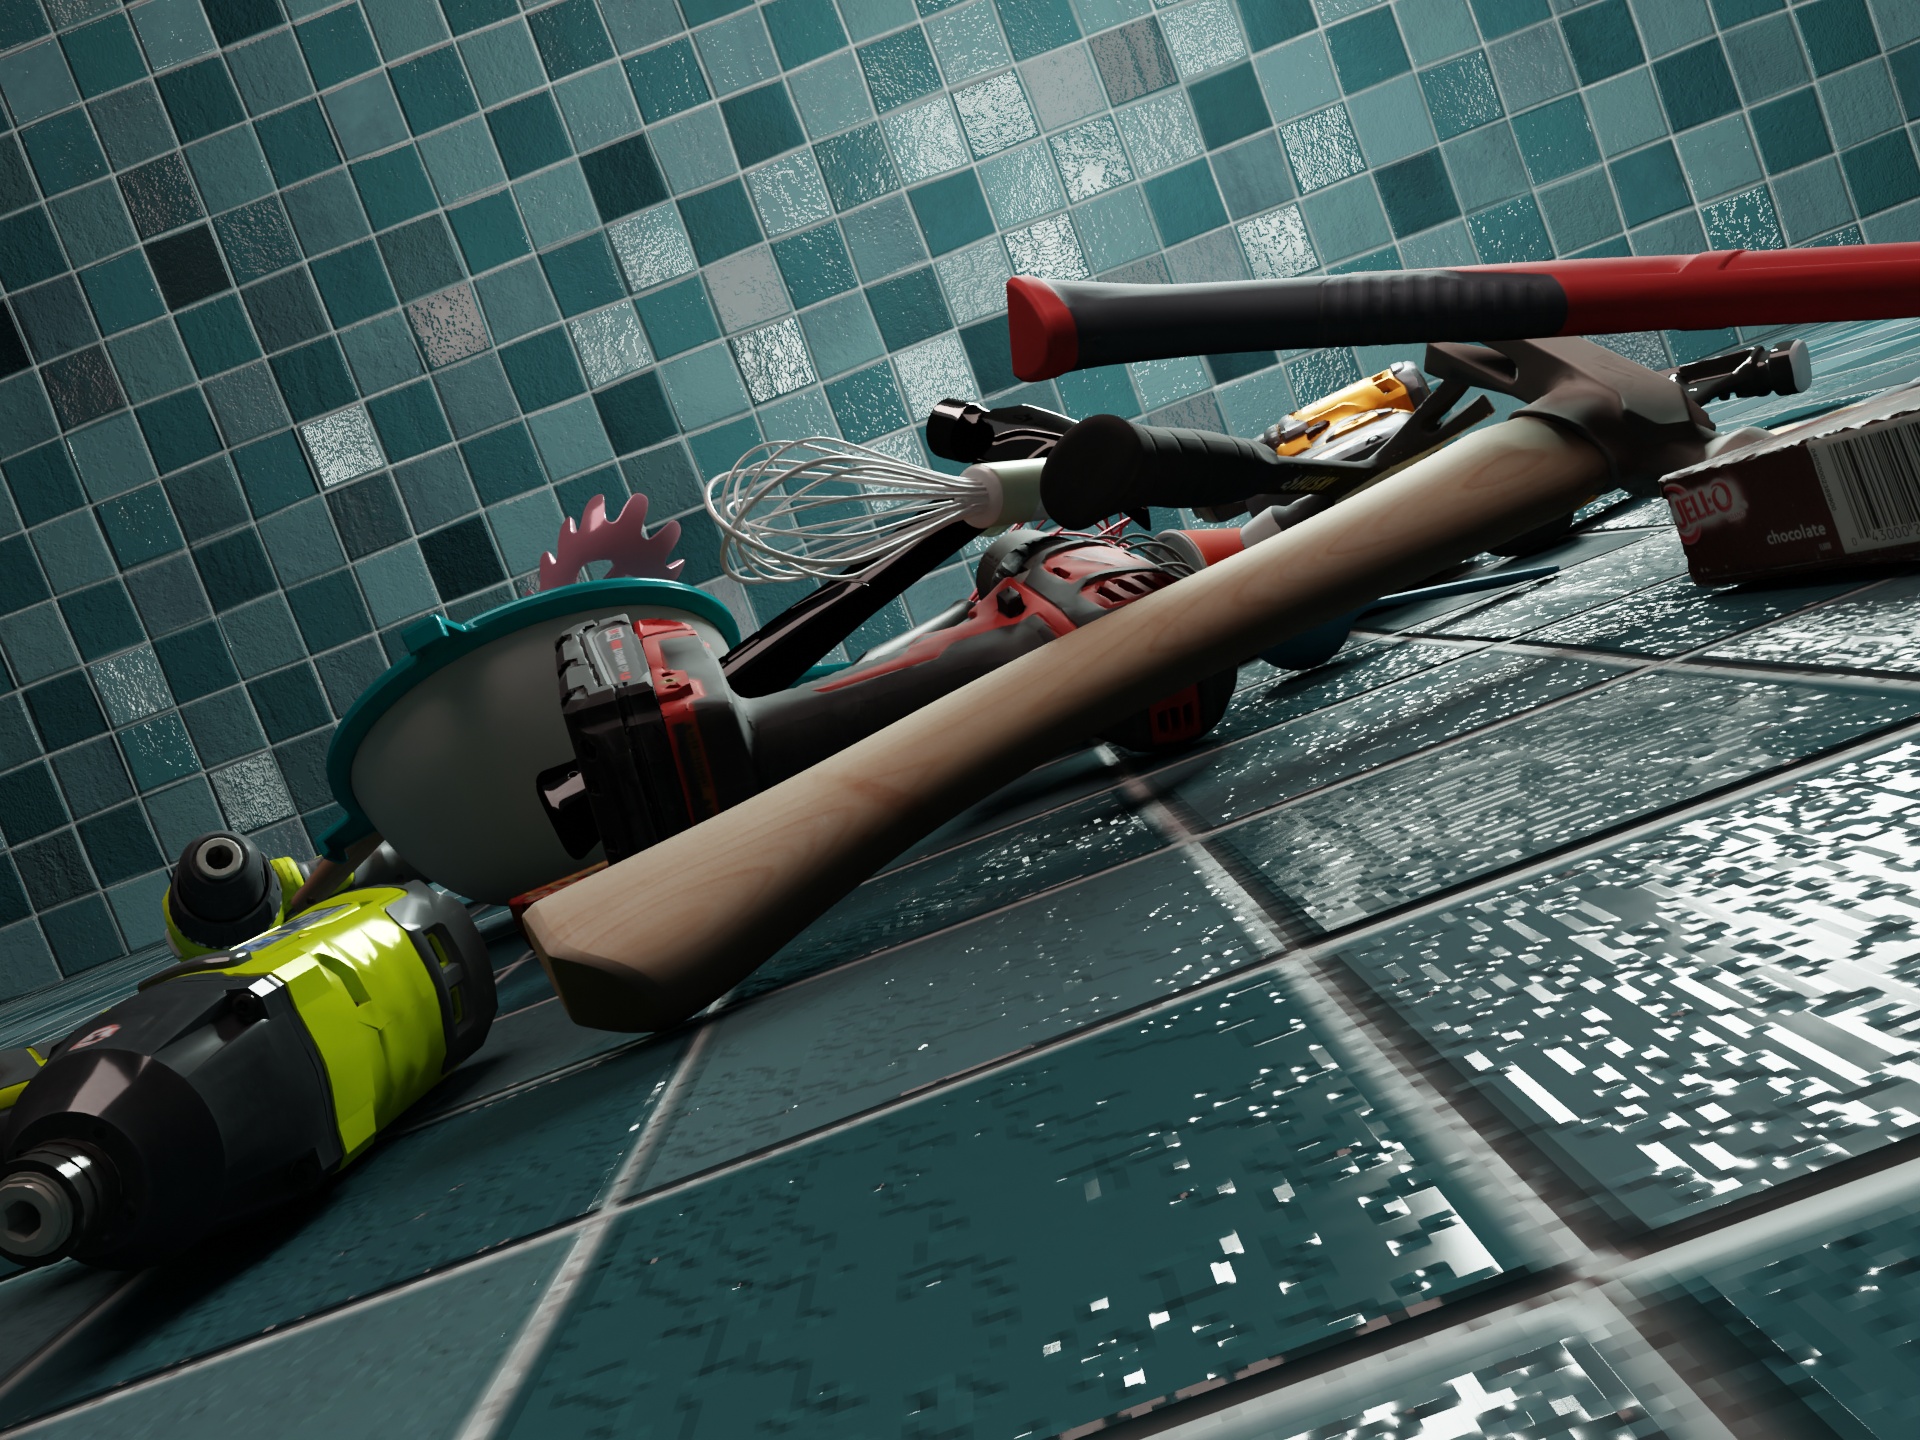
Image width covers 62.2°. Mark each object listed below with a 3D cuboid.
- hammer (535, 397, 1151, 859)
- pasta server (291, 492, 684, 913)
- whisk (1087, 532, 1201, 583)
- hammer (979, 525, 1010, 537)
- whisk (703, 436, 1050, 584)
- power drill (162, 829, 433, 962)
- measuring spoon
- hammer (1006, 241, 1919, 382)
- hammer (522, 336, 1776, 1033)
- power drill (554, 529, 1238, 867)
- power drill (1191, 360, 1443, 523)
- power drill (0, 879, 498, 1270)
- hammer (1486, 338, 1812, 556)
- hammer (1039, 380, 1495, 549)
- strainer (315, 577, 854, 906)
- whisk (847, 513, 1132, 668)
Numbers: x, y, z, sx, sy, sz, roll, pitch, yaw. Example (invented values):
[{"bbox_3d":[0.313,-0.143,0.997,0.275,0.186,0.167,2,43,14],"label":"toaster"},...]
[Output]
[{"bbox_3d":[-0.053,-0.048,0.721,0.146,0.035,0.335,22,50,38],"label":"hammer"},{"bbox_3d":[-0.254,0.003,0.818,0.316,0.060,0.040,-41,23,24],"label":"pasta server"},{"bbox_3d":[0.126,-0.071,0.848,0.055,0.055,0.239,-18,-6,33],"label":"whisk"},{"bbox_3d":[-0.102,-0.036,0.978,0.405,0.035,0.144,-36,6,26],"label":"hammer"},{"bbox_3d":[0.002,-0.085,0.607,0.246,0.059,0.057,-15,-42,-47],"label":"whisk"},{"bbox_3d":[-0.362,0.083,0.963,0.228,0.080,0.190,-23,-13,-30],"label":"power drill"},{"bbox_3d":[0.175,-0.039,0.623,0.128,0.021,0.042,-12,3,-5],"label":"measuring spoon"},{"bbox_3d":[0.208,-0.144,0.530,0.386,0.038,0.143,1,27,15],"label":"hammer"},{"bbox_3d":[0.060,-0.029,0.484,0.410,0.038,0.146,-27,45,-21],"label":"hammer"},{"bbox_3d":[-0.030,-0.019,0.597,0.226,0.080,0.188,-16,20,-11],"label":"power drill"},{"bbox_3d":[0.237,-0.163,1.074,0.185,0.084,0.226,-23,18,19],"label":"power drill"},{"bbox_3d":[-0.244,0.105,0.380,0.223,0.080,0.171,-17,4,5],"label":"power drill"},{"bbox_3d":[0.348,-0.147,0.855,0.127,0.034,0.337,-6,16,43],"label":"hammer"},{"bbox_3d":[0.135,-0.108,0.690,0.149,0.036,0.409,-37,-10,26],"label":"hammer"},{"bbox_3d":[-0.141,0.022,0.819,0.340,0.095,0.211,-9,-29,-40],"label":"strainer"},{"bbox_3d":[0.015,-0.063,0.878,0.073,0.073,0.296,-17,12,41],"label":"whisk"}]
